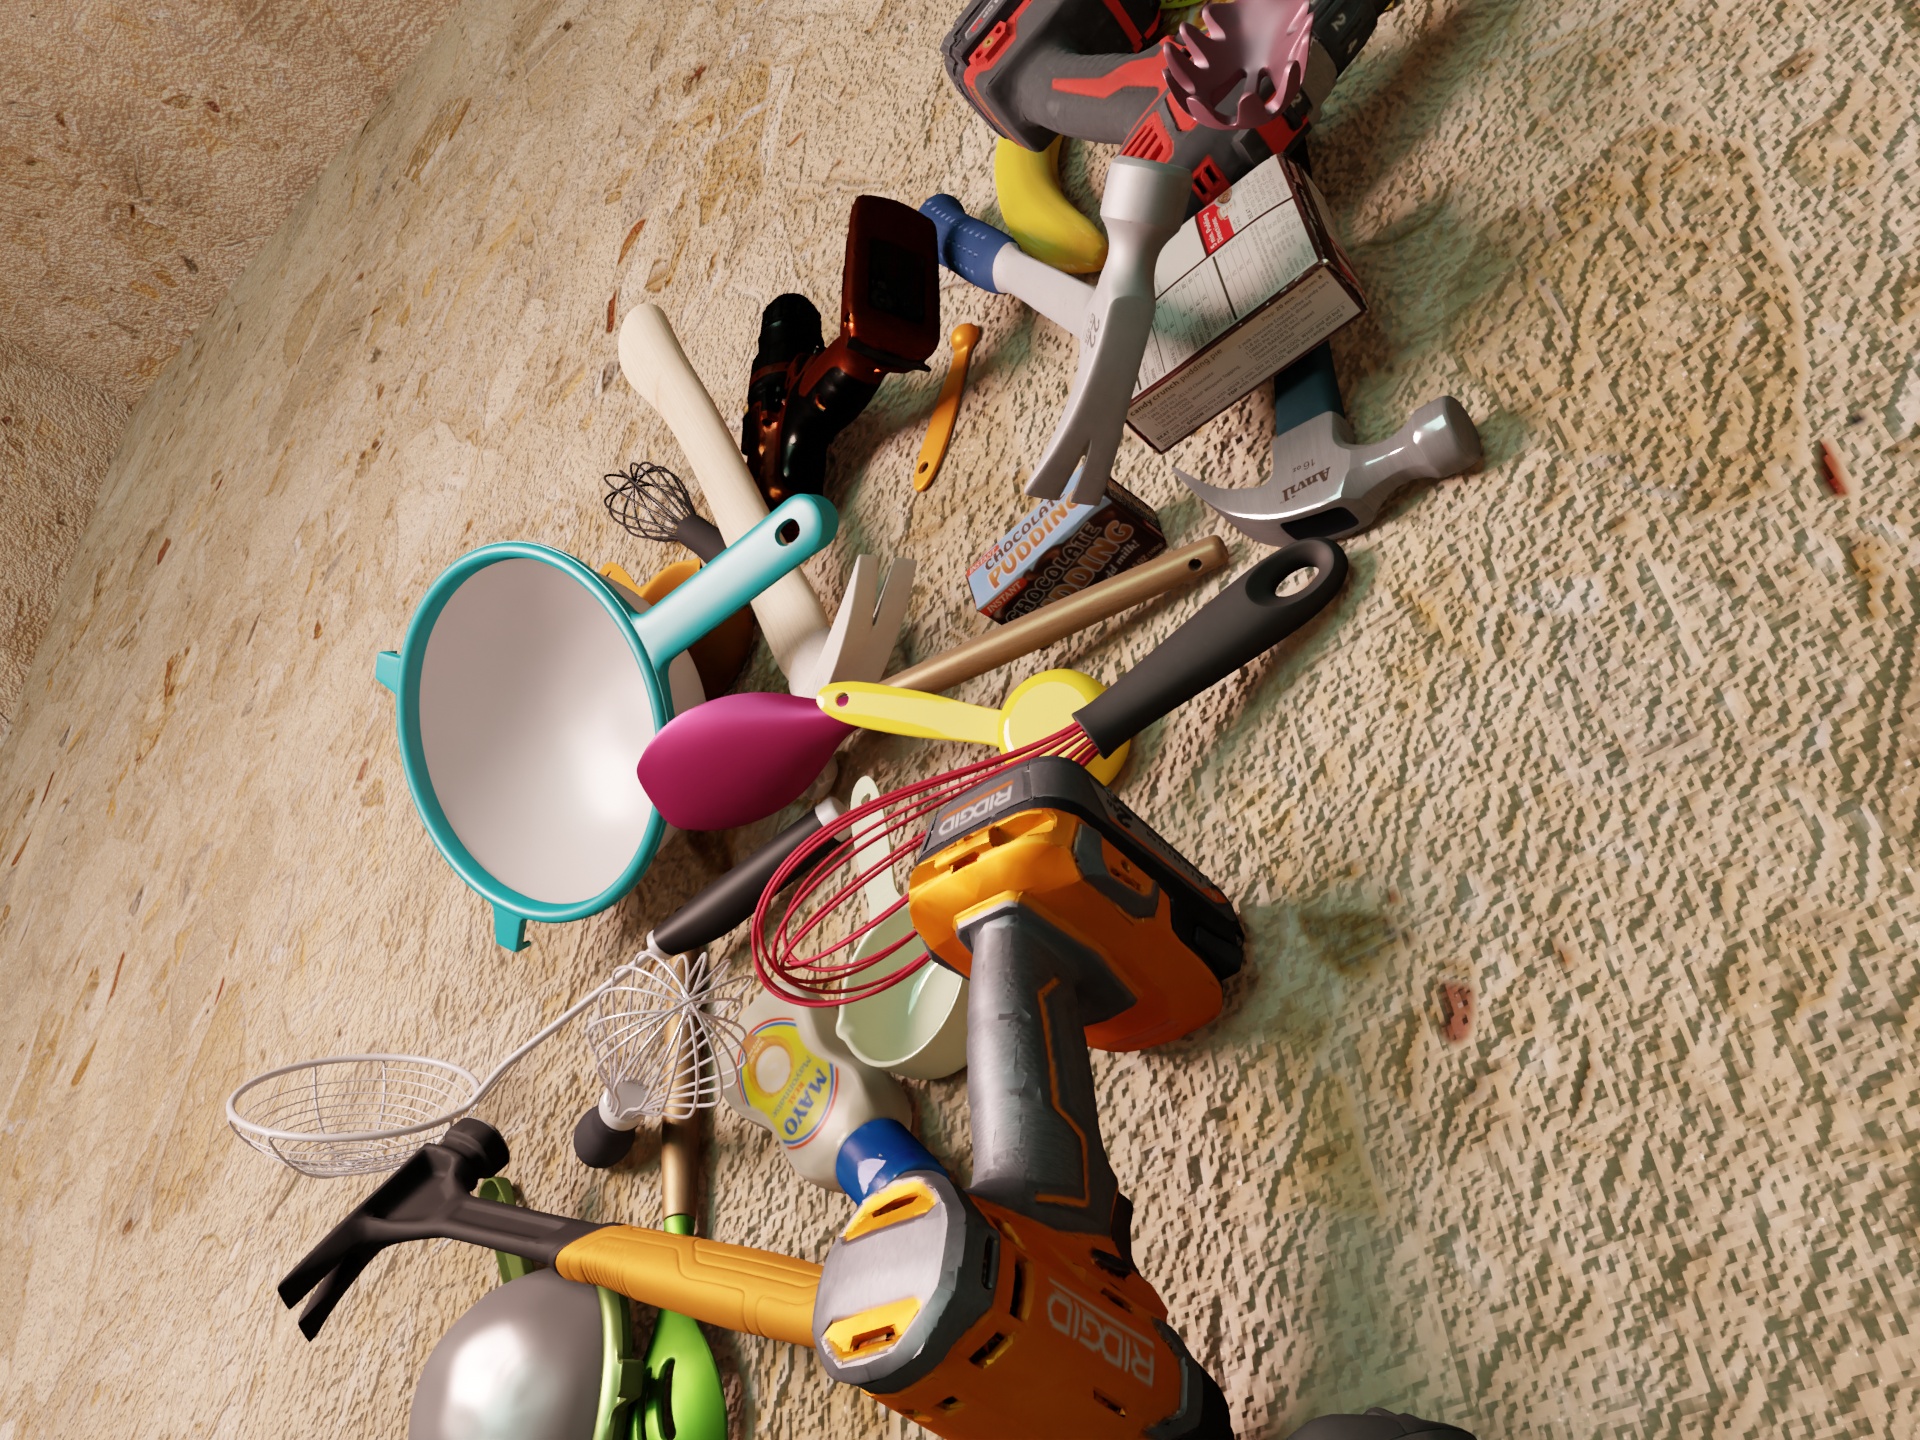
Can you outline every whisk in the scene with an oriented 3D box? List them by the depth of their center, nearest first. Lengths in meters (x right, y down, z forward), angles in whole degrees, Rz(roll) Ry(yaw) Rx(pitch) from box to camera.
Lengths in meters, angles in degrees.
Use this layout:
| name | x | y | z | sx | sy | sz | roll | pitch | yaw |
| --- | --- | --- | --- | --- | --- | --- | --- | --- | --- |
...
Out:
| name | x | y | z | sx | sy | sz | roll | pitch | yaw |
| --- | --- | --- | --- | --- | --- | --- | --- | --- | --- |
| whisk | 0.037 | 0.019 | 0.650 | 0.296 | 0.073 | 0.073 | -37 | 38 | 0 |
| whisk | -0.149 | 0.167 | 0.722 | 0.284 | 0.070 | 0.070 | 127 | 154 | -57 |
| whisk | -0.180 | -0.127 | 1.054 | 0.055 | 0.055 | 0.239 | -57 | 40 | 2 |

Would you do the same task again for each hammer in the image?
| name | x | y | z | sx | sy | sz | roll | pitch | yaw |
| --- | --- | --- | --- | --- | --- | --- | --- | --- | --- |
| hammer | -0.149 | 0.239 | 0.691 | 0.337 | 0.034 | 0.127 | -2 | 26 | 34 |
| hammer | 0.154 | -0.216 | 0.742 | 0.128 | 0.033 | 0.331 | -26 | 47 | 34 |
| hammer | 0.025 | -0.226 | 0.819 | 0.406 | 0.035 | 0.144 | -117 | 37 | -65 |
| hammer | -0.132 | -0.143 | 0.928 | 0.411 | 0.038 | 0.146 | 59 | 135 | 42 |

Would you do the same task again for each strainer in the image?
| name | x | y | z | sx | sy | sz | roll | pitch | yaw |
| --- | --- | --- | --- | --- | --- | --- | --- | --- | --- |
| strainer | -0.232 | 0.298 | 0.774 | 0.151 | 0.069 | 0.257 | -65 | 30 | 9 |
| strainer | -0.169 | -0.027 | 0.869 | 0.340 | 0.095 | 0.211 | -32 | 80 | 31 |

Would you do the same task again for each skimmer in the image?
| name | x | y | z | sx | sy | sz | roll | pitch | yaw |
| --- | --- | --- | --- | --- | --- | --- | --- | --- | --- |
| skimmer | -0.221 | 0.129 | 0.837 | 0.363 | 0.090 | 0.127 | -36 | 1 | 9 |

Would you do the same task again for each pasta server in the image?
| name | x | y | z | sx | sy | sz | roll | pitch | yaw |
| --- | --- | --- | --- | --- | --- | --- | --- | --- | --- |
| pasta server | 0.147 | -0.377 | 0.714 | 0.060 | 0.040 | 0.316 | 5 | 64 | 22 |

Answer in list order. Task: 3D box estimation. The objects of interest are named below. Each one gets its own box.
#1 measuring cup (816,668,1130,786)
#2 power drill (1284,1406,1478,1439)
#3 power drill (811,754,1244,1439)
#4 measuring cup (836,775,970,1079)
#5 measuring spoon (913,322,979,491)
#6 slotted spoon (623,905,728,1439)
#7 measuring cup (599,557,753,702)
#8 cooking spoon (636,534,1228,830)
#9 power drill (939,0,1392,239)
| name | x | y | z | sx | sy | sz | roll | pitch | yaw |
| --- | --- | --- | --- | --- | --- | --- | --- | --- | --- |
| measuring cup | -0.001 | -0.002 | 0.716 | 0.156 | 0.029 | 0.062 | 9 | 79 | 23 |
| power drill | 0.121 | 0.307 | 0.371 | 0.190 | 0.080 | 0.229 | -49 | 40 | 12 |
| power drill | 0.042 | 0.141 | 0.534 | 0.084 | 0.164 | 0.227 | -30 | 32 | 33 |
| measuring cup | -0.022 | 0.089 | 0.725 | 0.083 | 0.038 | 0.168 | -42 | 38 | 21 |
| measuring spoon | -0.011 | -0.185 | 0.927 | 0.021 | 0.011 | 0.117 | -8 | 59 | 46 |
| slotted spoon | -0.138 | 0.220 | 0.773 | 0.070 | 0.031 | 0.314 | -40 | 38 | 30 |
| measuring cup | -0.187 | -0.063 | 1.011 | 0.095 | 0.052 | 0.174 | -56 | 35 | 3 |
| cooking spoon | -0.021 | -0.018 | 0.756 | 0.319 | 0.068 | 0.017 | -23 | 20 | 20 |
| power drill | 0.108 | -0.344 | 0.792 | 0.188 | 0.080 | 0.227 | -49 | 44 | 7 |
